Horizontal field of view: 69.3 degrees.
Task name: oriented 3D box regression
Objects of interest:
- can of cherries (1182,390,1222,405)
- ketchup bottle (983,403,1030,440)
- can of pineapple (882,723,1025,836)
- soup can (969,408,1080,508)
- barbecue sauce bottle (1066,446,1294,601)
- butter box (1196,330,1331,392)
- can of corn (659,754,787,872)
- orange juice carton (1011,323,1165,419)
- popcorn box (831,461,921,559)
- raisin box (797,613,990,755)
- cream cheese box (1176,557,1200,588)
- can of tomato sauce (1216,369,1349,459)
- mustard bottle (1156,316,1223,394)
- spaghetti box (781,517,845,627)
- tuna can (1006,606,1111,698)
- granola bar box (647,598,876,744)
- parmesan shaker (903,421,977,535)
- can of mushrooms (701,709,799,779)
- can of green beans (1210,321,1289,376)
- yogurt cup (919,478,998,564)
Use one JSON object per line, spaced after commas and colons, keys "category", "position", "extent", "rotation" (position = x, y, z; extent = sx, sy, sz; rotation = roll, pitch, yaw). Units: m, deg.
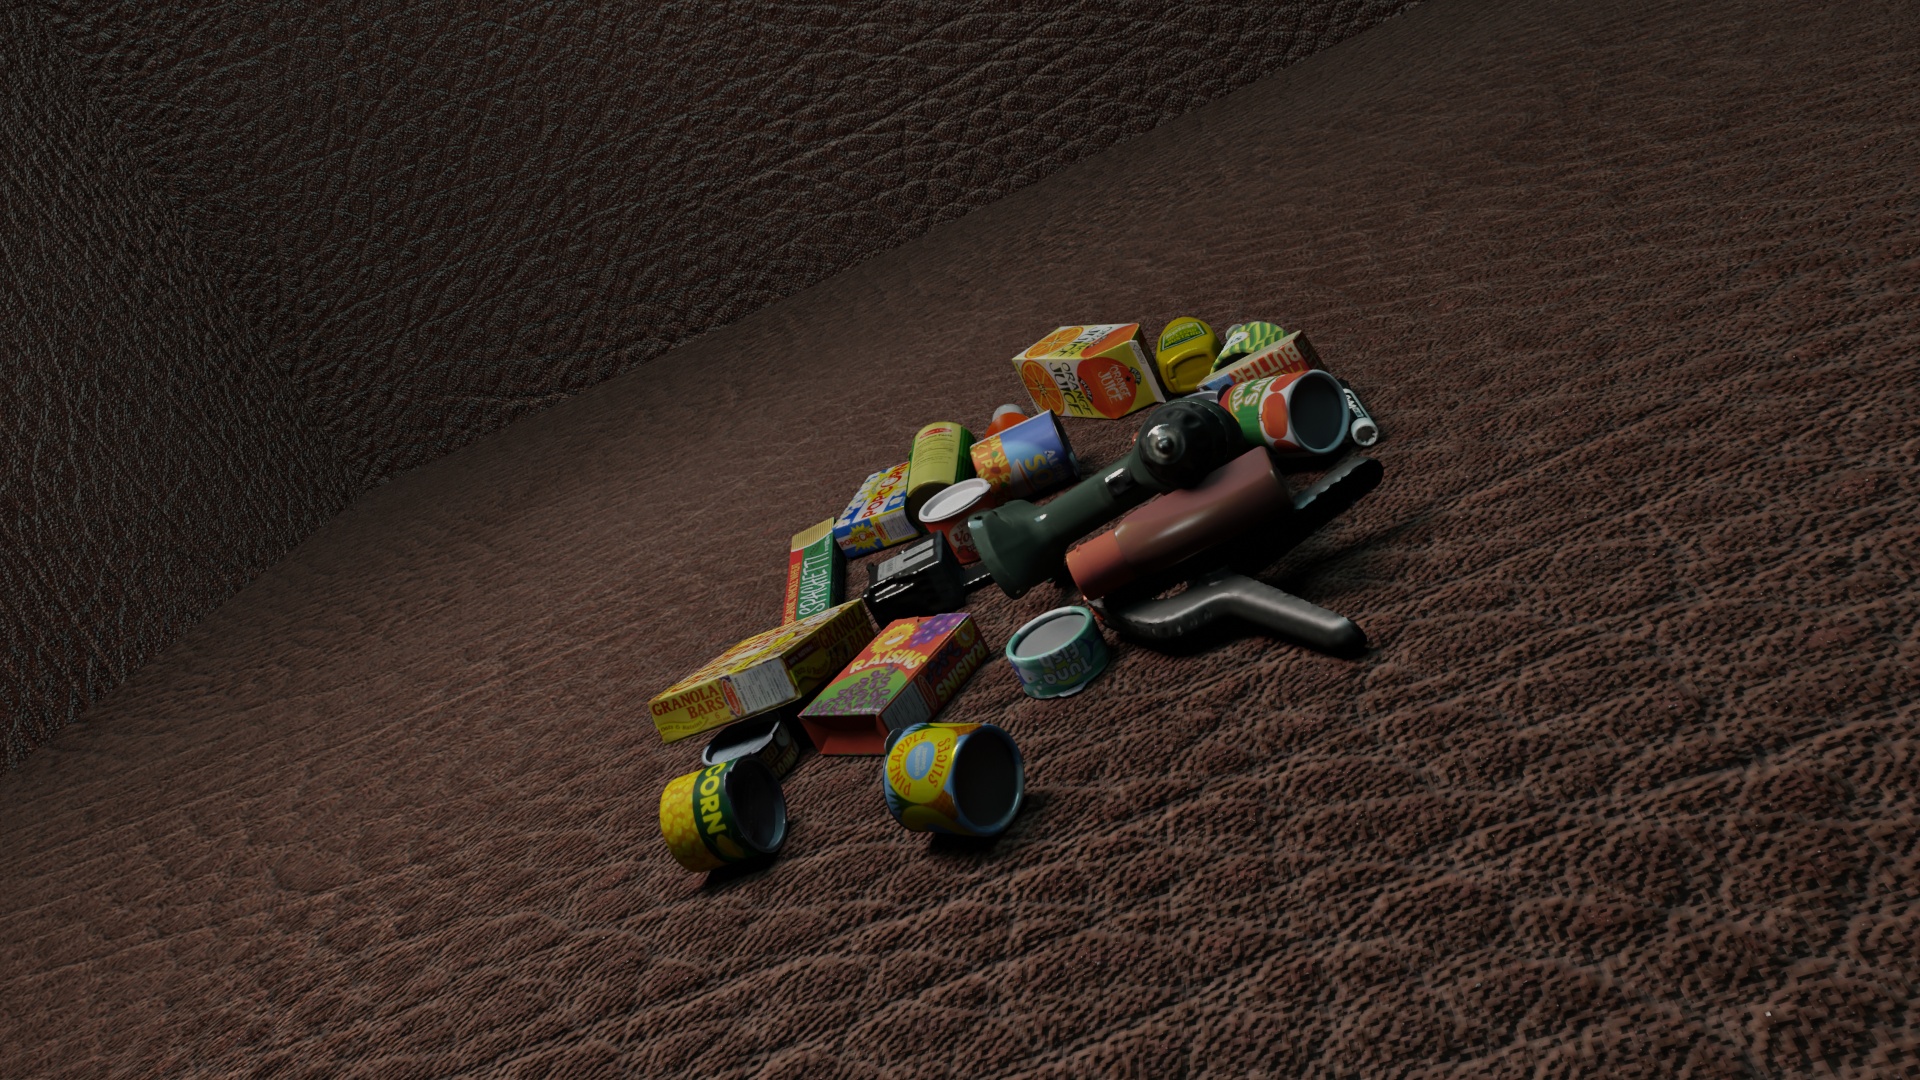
{"category": "can of cherries", "position": [0.196, -0.082, 1.142], "extent": [0.071, 0.058, 0.072], "rotation": [-23, 20, 9]}
{"category": "ketchup bottle", "position": [0.052, -0.101, 1.394], "extent": [0.064, 0.043, 0.149], "rotation": [-25, 20, 9]}
{"category": "can of pineapple", "position": [-0.005, 0.141, 0.826], "extent": [0.058, 0.071, 0.071], "rotation": [-8, 27, 43]}
{"category": "soup can", "position": [0.060, -0.073, 1.285], "extent": [0.083, 0.071, 0.071], "rotation": [-24, 20, 11]}
{"category": "barbecue sauce bottle", "position": [0.142, -0.009, 0.910], "extent": [0.148, 0.043, 0.065], "rotation": [-28, 11, 15]}
{"category": "butter box", "position": [0.255, -0.132, 1.171], "extent": [0.103, 0.053, 0.024], "rotation": [-25, 15, 41]}
{"category": "can of corn", "position": [-0.158, 0.181, 0.921], "extent": [0.058, 0.071, 0.071], "rotation": [-21, 20, 20]}
{"category": "orange juice carton", "position": [0.140, -0.173, 1.419], "extent": [0.073, 0.071, 0.192], "rotation": [-35, 21, -20]}
{"category": "popcorn box", "position": [-0.067, -0.036, 1.390], "extent": [0.085, 0.038, 0.127], "rotation": [-18, 21, 24]}
{"category": "raisin box", "position": [-0.047, 0.104, 1.017], "extent": [0.086, 0.040, 0.124], "rotation": [-9, 26, 43]}
{"category": "cream cheese box", "position": [0.189, -0.005, 1.007], "extent": [0.053, 0.024, 0.104], "rotation": [-18, 21, 22]}
{"category": "can of tomato sauce", "position": [0.250, -0.098, 1.082], "extent": [0.071, 0.071, 0.083], "rotation": [-37, 16, -25]}
{"category": "mustard bottle", "position": [0.226, -0.192, 1.390], "extent": [0.065, 0.048, 0.161], "rotation": [-20, 21, 11]}
{"category": "spaghetti box", "position": [-0.136, 0.038, 1.308], "extent": [0.050, 0.028, 0.251], "rotation": [-26, 19, 5]}
{"category": "tuna can", "position": [0.067, 0.077, 0.949], "extent": [0.071, 0.032, 0.071], "rotation": [-24, 19, 9]}
{"category": "granola bar box", "position": [-0.152, 0.102, 1.098], "extent": [0.124, 0.039, 0.166], "rotation": [-20, 5, 20]}
{"category": "parmesan shaker", "position": [-0.020, -0.057, 1.318], "extent": [0.071, 0.071, 0.103], "rotation": [-21, 32, 18]}
{"category": "can of mushrooms", "position": [-0.154, 0.158, 1.026], "extent": [0.071, 0.033, 0.071], "rotation": [-24, 19, 9]}
{"category": "can of green beans", "position": [0.258, -0.151, 1.222], "extent": [0.071, 0.071, 0.058], "rotation": [-13, 24, 34]}
{"category": "yogurt cup", "position": [0.004, -0.015, 1.226], "extent": [0.072, 0.053, 0.072], "rotation": [-24, 20, 9]}
